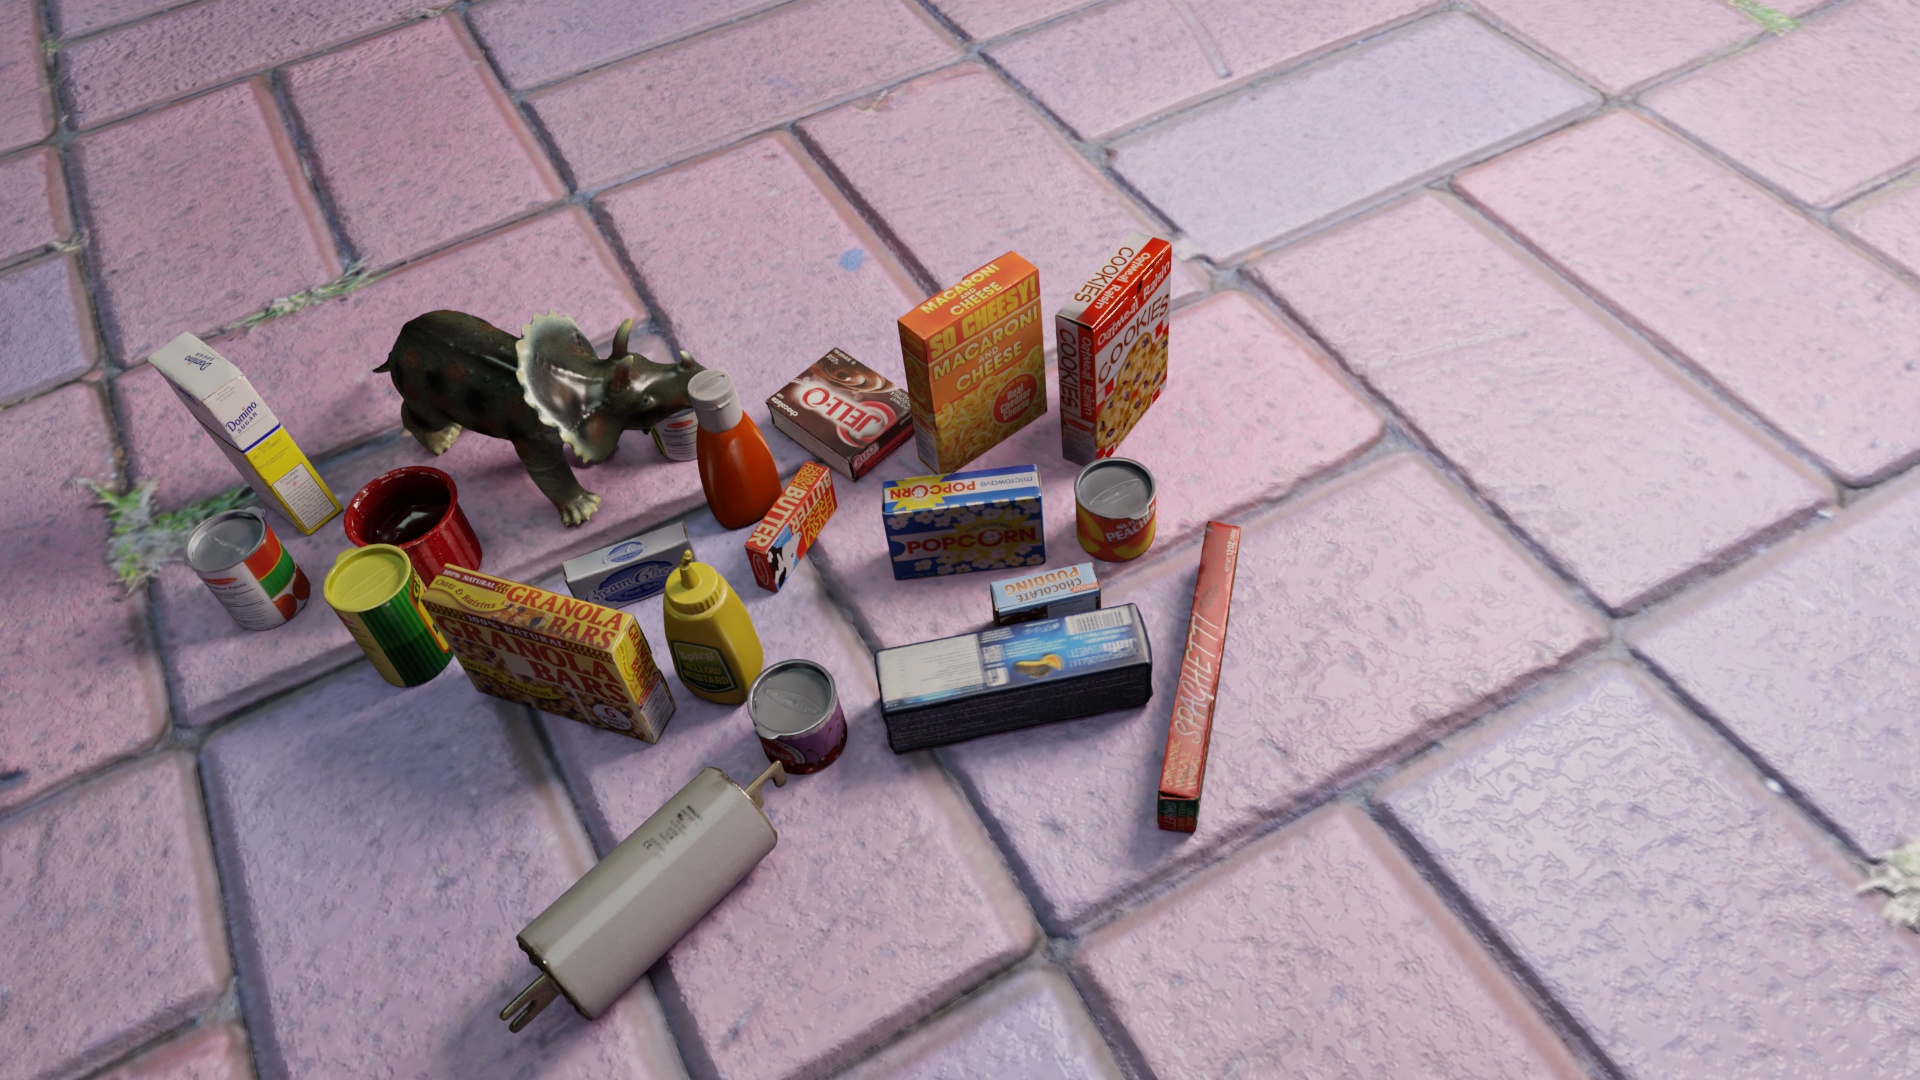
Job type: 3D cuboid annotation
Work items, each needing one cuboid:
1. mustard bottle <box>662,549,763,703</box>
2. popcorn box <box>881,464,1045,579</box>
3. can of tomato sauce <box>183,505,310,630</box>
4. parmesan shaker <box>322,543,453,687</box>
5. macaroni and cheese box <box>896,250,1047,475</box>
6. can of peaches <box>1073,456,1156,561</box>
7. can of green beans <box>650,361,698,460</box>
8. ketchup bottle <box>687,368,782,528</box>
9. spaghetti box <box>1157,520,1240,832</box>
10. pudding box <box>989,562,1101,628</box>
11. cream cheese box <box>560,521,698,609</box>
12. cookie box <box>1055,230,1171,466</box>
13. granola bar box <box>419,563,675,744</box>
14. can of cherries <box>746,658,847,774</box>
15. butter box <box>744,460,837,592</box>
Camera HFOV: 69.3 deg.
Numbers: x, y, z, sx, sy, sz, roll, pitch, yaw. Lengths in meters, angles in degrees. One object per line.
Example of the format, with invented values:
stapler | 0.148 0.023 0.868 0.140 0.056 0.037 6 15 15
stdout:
mustard bottle | -0.190 0.061 1.029 0.065 0.159 0.049 8 52 13
popcorn box | 0.004 -0.014 1.119 0.127 0.084 0.038 -6 50 1
can of tomato sauce | -0.591 0.024 1.156 0.071 0.082 0.071 -3 50 4
parmesan shaker | -0.449 0.059 1.097 0.071 0.102 0.072 -3 50 4
macaroni and cheese box | 0.013 -0.147 1.176 0.124 0.165 0.040 -35 55 -21
can of peaches | 0.127 -0.023 1.131 0.071 0.057 0.071 -3 50 4
can of green beans | -0.249 -0.114 1.249 0.071 0.057 0.071 -3 50 4
ketchup bottle | -0.191 -0.077 1.152 0.065 0.148 0.043 -34 55 -20
spaghetti box | 0.178 0.096 1.031 0.029 0.050 0.251 8 52 13
pudding box | 0.066 0.050 1.082 0.084 0.049 0.030 -12 50 -4
cream cheese box | -0.268 0.025 1.138 0.104 0.053 0.024 -20 51 -10
cookie box | 0.131 -0.158 1.172 0.040 0.166 0.123 26 58 25
granola bar box | -0.307 0.085 1.046 0.165 0.123 0.039 13 53 17
can of cherries | -0.122 0.133 1.028 0.071 0.058 0.072 -3 50 4
butter box | -0.140 -0.013 1.155 0.024 0.052 0.104 18 55 20
